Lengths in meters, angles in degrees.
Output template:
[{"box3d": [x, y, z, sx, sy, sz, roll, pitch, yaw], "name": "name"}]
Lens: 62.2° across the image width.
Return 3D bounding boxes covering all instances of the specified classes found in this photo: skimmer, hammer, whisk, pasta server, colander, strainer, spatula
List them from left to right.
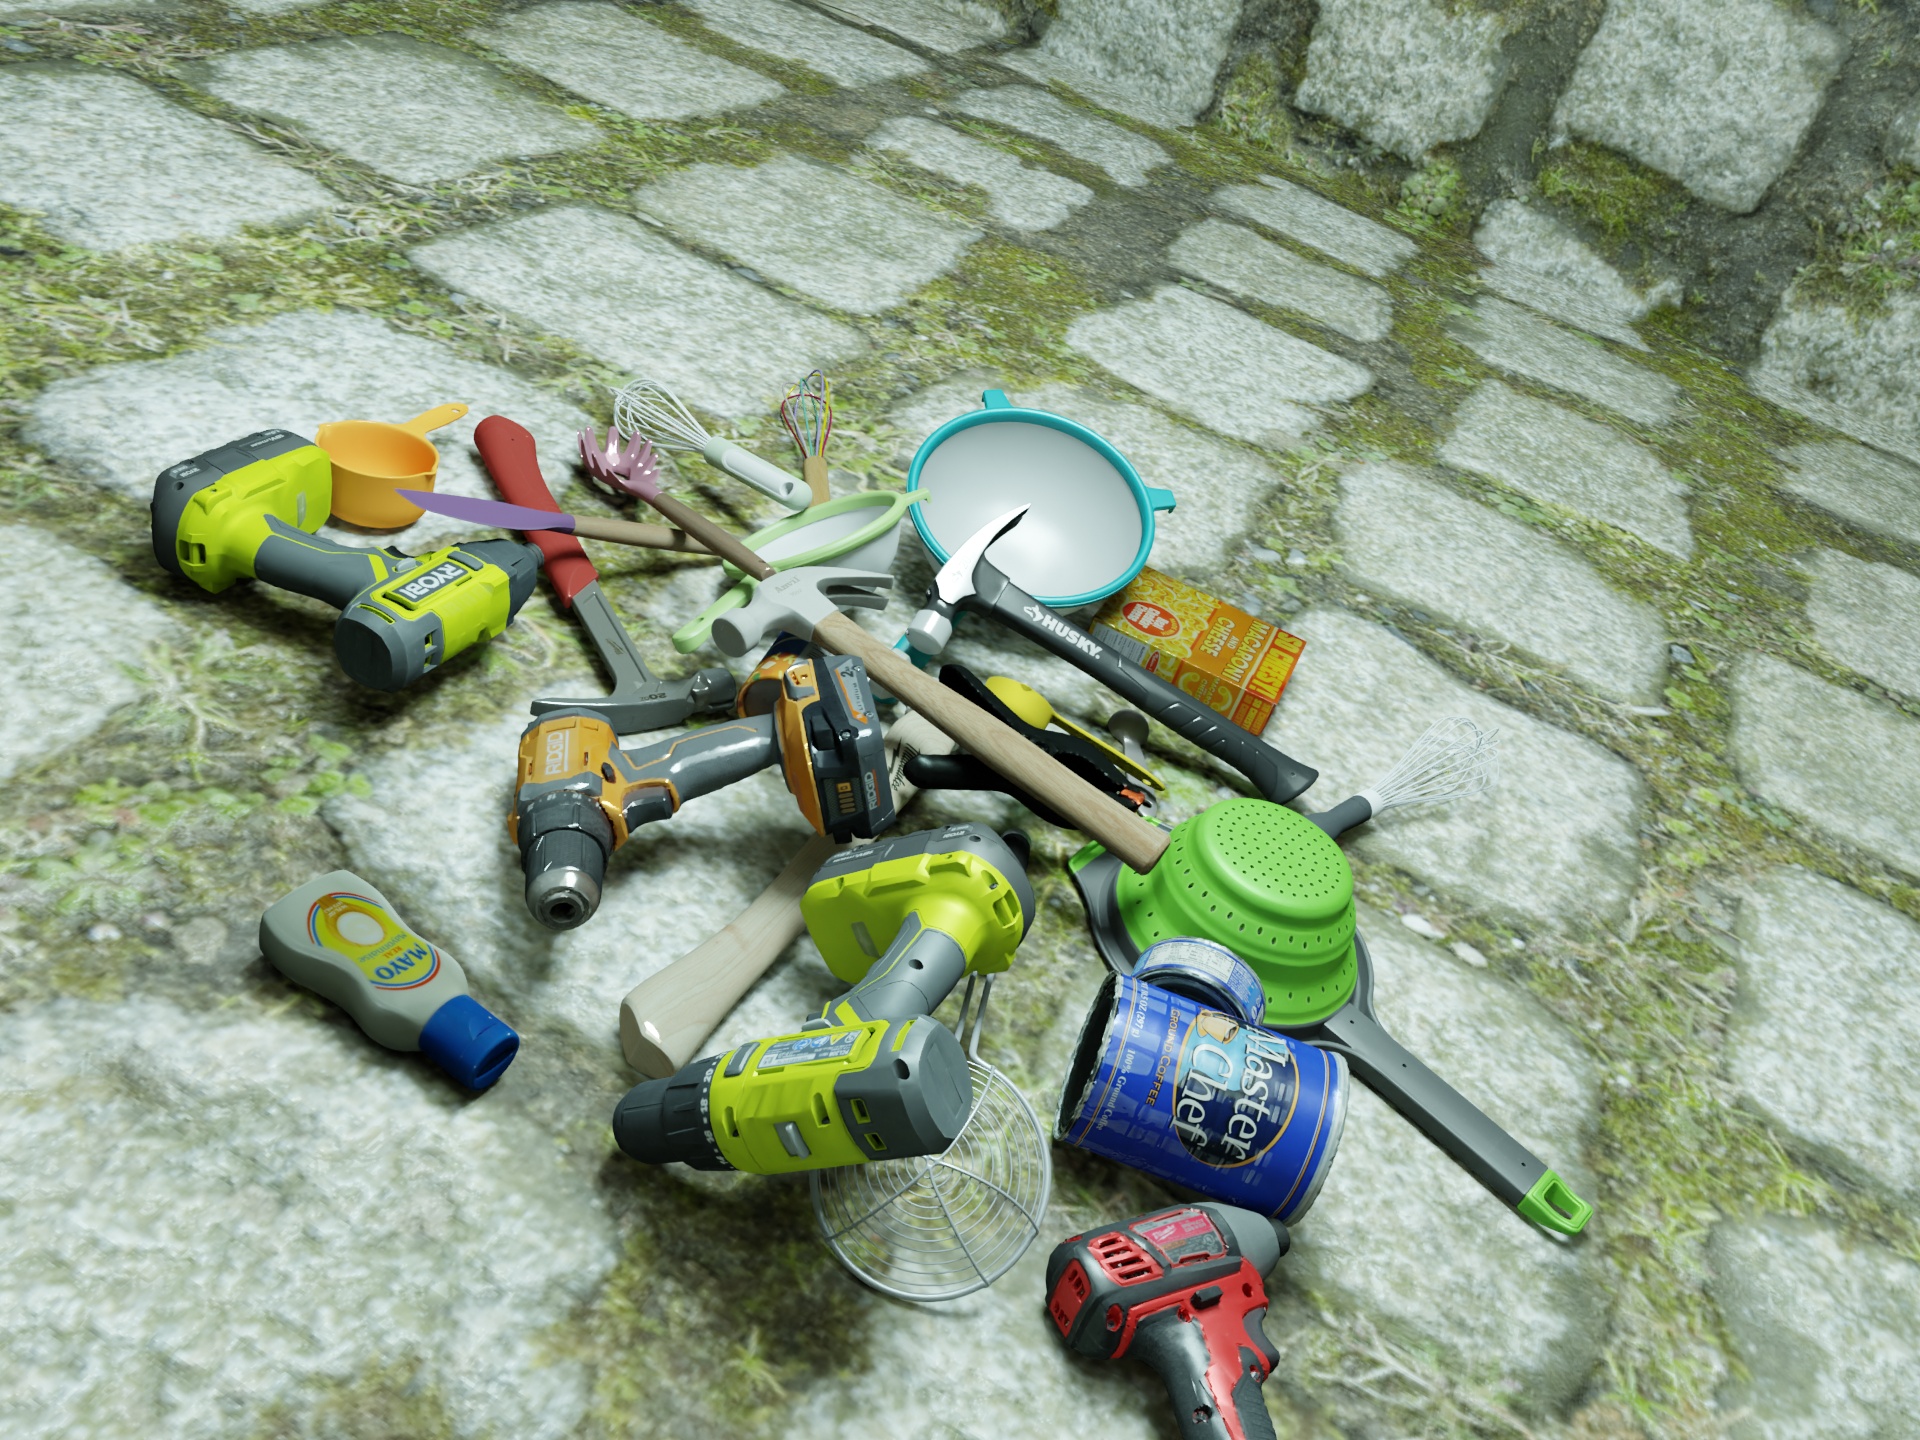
[{"box3d": [-0.304, -0.118, 1.187, 0.149, 0.036, 0.359, -8, 45, -34], "name": "hammer"}, {"box3d": [-0.267, -0.141, 1.174, 0.060, 0.018, 0.315, 31, 17, 34], "name": "spatula"}, {"box3d": [-0.220, -0.169, 1.230, 0.060, 0.040, 0.316, -6, 26, -34], "name": "pasta server"}, {"box3d": [-0.213, -0.231, 1.339, 0.246, 0.058, 0.059, 31, -1, 31], "name": "whisk"}, {"box3d": [-0.127, -0.094, 1.197, 0.151, 0.069, 0.256, -6, 27, 33], "name": "strainer"}, {"box3d": [-0.135, -0.240, 1.433, 0.047, 0.051, 0.245, -8, 44, -3], "name": "whisk"}, {"box3d": [-0.076, 0.091, 1.020, 0.146, 0.038, 0.411, 34, 39, 5], "name": "hammer"}, {"box3d": [-0.002, -0.003, 1.069, 0.331, 0.031, 0.130, 35, 44, 14], "name": "hammer"}, {"box3d": [0.004, 0.182, 0.952, 0.127, 0.090, 0.363, 13, 25, 3], "name": "skimmer"}, {"box3d": [0.019, -0.115, 1.313, 0.211, 0.095, 0.340, 32, 58, 8], "name": "strainer"}, {"box3d": [0.131, -0.036, 1.231, 0.334, 0.035, 0.146, 32, 64, -3], "name": "hammer"}, {"box3d": [0.253, 0.167, 1.036, 0.397, 0.094, 0.204, 40, 40, 25], "name": "colander"}, {"box3d": [0.341, 0.056, 1.264, 0.284, 0.070, 0.070, -20, 52, -37], "name": "whisk"}]

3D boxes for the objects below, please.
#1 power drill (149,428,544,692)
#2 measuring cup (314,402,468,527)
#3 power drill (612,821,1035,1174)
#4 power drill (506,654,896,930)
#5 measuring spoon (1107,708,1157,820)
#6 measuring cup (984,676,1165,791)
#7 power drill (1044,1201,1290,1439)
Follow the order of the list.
[{"box3d": [-0.410, -0.112, 1.076, 0.223, 0.080, 0.171, 25, 36, 13], "name": "power drill"}, {"box3d": [-0.428, -0.200, 1.224, 0.095, 0.052, 0.174, 22, 29, 3], "name": "measuring cup"}, {"box3d": [-0.065, 0.153, 0.847, 0.190, 0.080, 0.229, -14, 21, 26], "name": "power drill"}, {"box3d": [-0.156, 0.043, 0.952, 0.226, 0.084, 0.186, -11, 31, -5], "name": "power drill"}, {"box3d": [0.138, 0.030, 1.224, 0.034, 0.018, 0.124, 11, 37, -13], "name": "measuring spoon"}, {"box3d": [0.081, 0.020, 1.190, 0.156, 0.062, 0.029, 32, 71, 3], "name": "measuring cup"}, {"box3d": [0.150, 0.337, 0.785, 0.143, 0.078, 0.220, -4, 40, -31], "name": "power drill"}]
